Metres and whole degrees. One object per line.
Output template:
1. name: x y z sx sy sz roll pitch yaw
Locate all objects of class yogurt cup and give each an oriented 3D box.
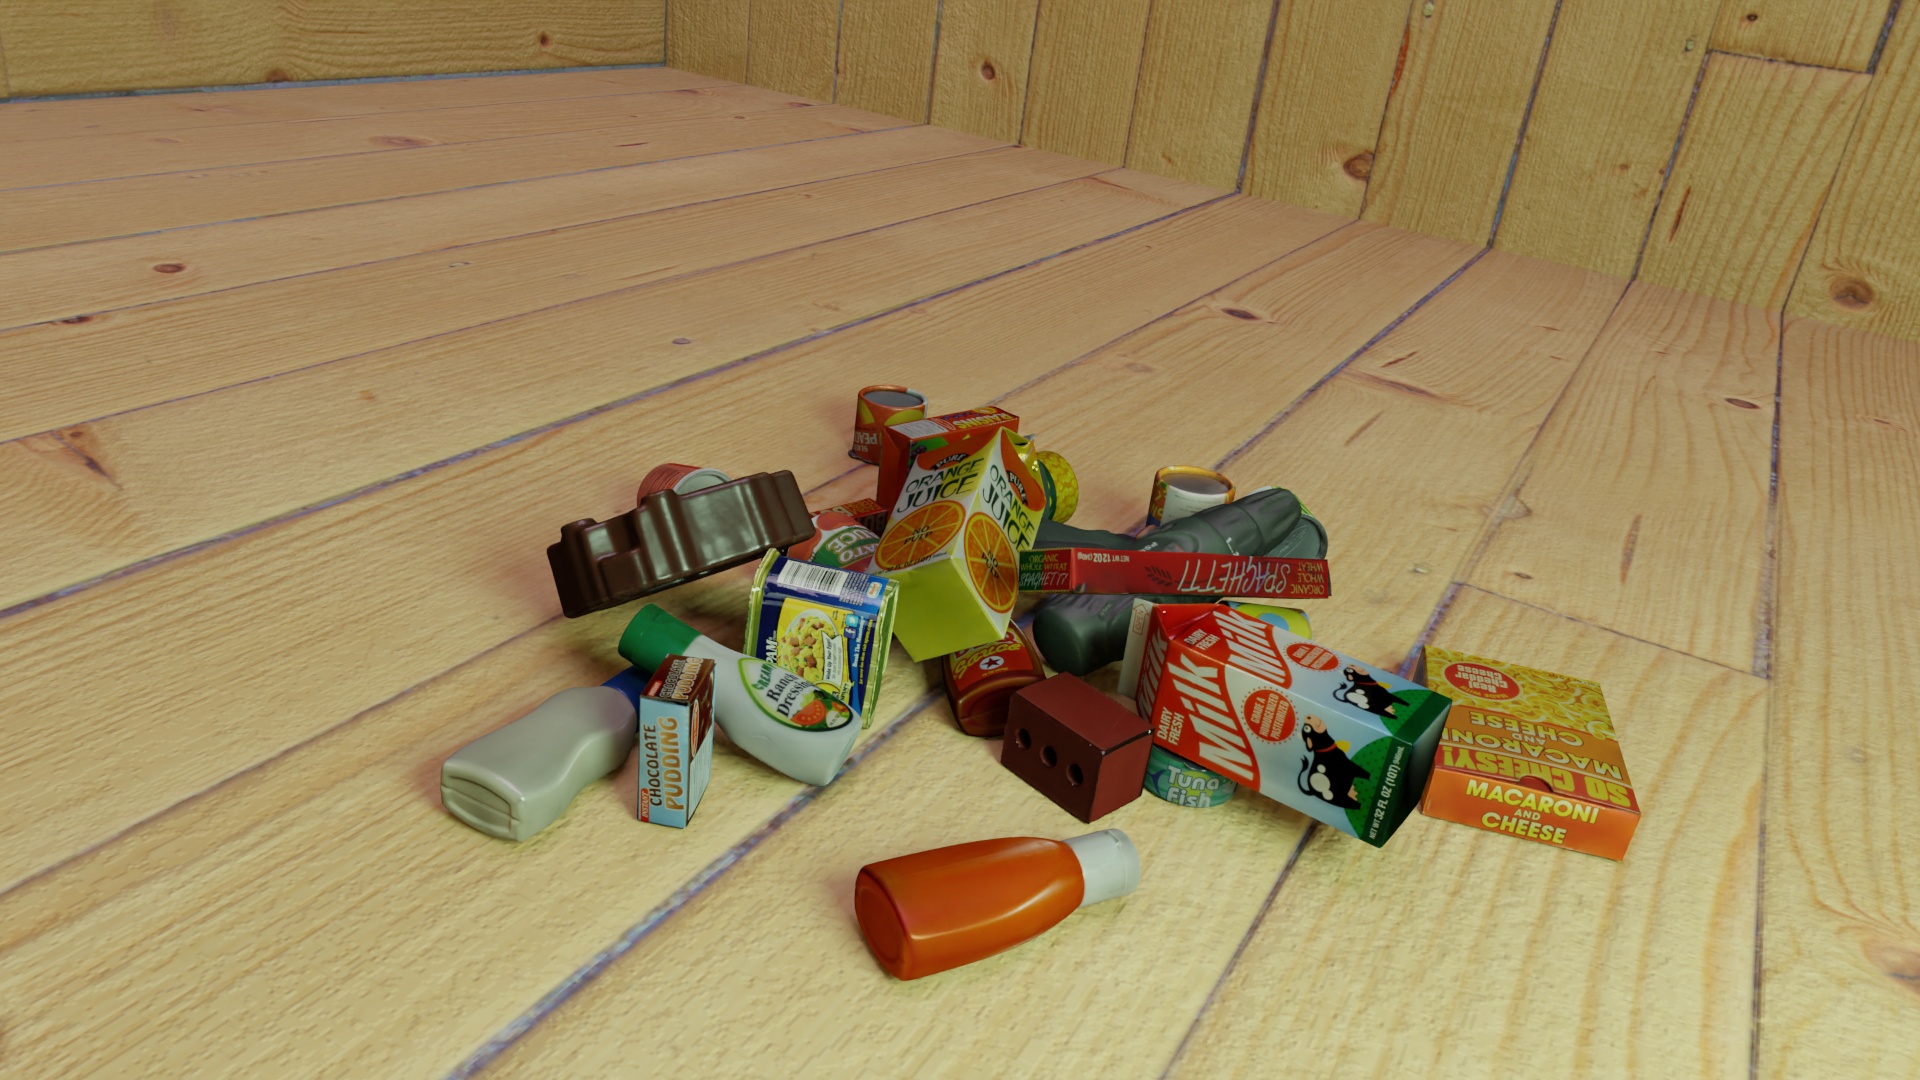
1. yogurt cup: -0.213 -0.028 1.072 0.072 0.072 0.054 -17 26 -42

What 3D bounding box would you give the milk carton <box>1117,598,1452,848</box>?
1. milk carton: 0.180 0.098 0.826 0.191 0.072 0.074 22 27 29

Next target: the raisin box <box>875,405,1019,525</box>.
1. raisin box: -0.010 -0.062 1.176 0.124 0.085 0.040 -15 31 -40

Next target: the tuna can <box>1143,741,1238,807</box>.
1. tuna can: 0.143 0.135 0.863 0.071 0.032 0.071 7 25 -3

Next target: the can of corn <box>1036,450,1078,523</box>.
1. can of corn: 0.059 -0.041 1.170 0.058 0.070 0.071 -14 32 -39

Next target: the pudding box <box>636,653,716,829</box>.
1. pudding box: -0.157 0.110 0.768 0.030 0.083 0.050 9 25 4

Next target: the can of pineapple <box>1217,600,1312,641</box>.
1. can of pineapple: 0.207 0.075 0.969 0.058 0.070 0.071 7 25 -5

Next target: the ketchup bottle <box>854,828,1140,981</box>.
1. ketchup bottle: 0.024 0.181 0.719 0.149 0.043 0.065 -7 29 -29

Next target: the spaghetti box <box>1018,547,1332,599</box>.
1. spaghetti box: 0.147 0.023 0.909 0.250 0.028 0.050 3 -3 -38

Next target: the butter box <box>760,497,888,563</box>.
1. butter box: -0.103 0.004 1.046 0.104 0.053 0.024 -16 36 -41

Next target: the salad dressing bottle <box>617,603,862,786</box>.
1. salad dressing bottle: -0.131 0.089 0.821 0.148 0.043 0.064 30 26 6

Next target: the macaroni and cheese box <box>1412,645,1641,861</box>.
1. macaroni and cheese box: 0.368 0.135 0.922 0.124 0.040 0.167 12 25 11

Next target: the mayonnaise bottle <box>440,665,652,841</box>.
1. mayonnaise bottle: -0.222 0.115 0.792 0.065 0.041 0.149 19 26 19

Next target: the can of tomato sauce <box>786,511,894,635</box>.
1. can of tomato sauce: -0.076 0.023 0.994 0.071 0.071 0.083 -12 31 -37

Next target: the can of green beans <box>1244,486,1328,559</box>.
1. can of green beans: 0.265 -0.005 1.158 0.071 0.071 0.058 3 25 -10

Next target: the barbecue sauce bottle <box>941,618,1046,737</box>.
1. barbecue sauce bottle: 0.016 0.074 0.940 0.065 0.043 0.149 -16 27 -2

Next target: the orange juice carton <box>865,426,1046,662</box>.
1. orange juice carton: 0.003 -0.012 0.962 0.071 0.072 0.194 -17 31 28

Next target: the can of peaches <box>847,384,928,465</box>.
1. can of peaches: -0.067 -0.107 1.288 0.071 0.057 0.071 7 25 -3

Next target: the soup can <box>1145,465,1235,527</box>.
1. soup can: 0.183 -0.012 1.129 0.071 0.083 0.071 6 24 -3
